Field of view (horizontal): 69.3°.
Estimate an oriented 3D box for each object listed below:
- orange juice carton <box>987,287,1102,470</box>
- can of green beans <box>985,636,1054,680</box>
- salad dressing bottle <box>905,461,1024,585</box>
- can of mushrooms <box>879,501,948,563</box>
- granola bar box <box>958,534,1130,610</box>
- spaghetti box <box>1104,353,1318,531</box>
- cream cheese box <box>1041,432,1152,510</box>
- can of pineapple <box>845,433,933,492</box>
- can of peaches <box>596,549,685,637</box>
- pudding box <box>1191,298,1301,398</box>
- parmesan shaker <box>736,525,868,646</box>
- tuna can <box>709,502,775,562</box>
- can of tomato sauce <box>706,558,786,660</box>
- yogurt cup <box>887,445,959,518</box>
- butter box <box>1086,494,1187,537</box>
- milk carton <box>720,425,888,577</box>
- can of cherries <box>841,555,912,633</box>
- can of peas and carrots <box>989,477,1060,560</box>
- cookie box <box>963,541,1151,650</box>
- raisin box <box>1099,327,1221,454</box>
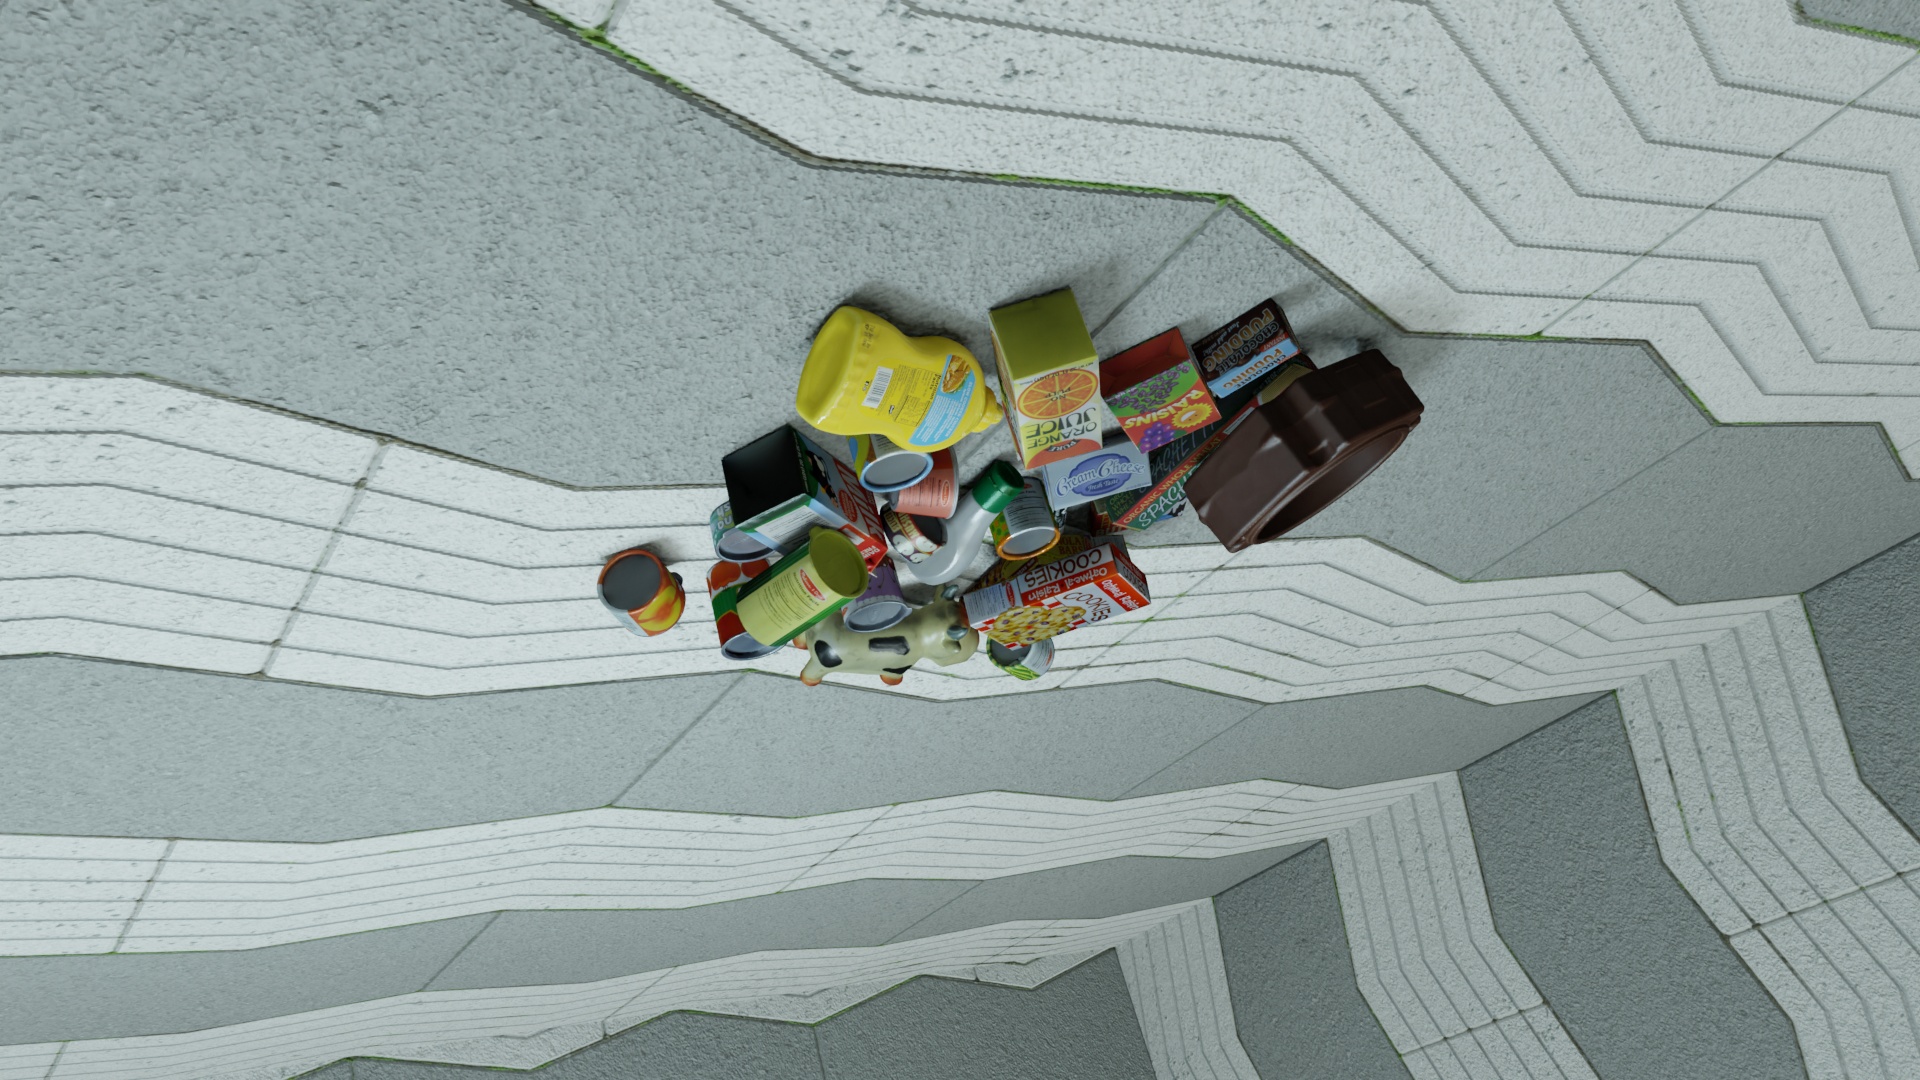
[{"bbox_3d":[0.075,-0.123,1.177,0.072,0.073,0.192,-17,154,-1],"label":"orange juice carton"},{"bbox_3d":[0.071,0.129,1.662,0.071,0.071,0.057,-27,151,18],"label":"can of green beans"},{"bbox_3d":[0.005,-0.017,1.355,0.044,0.064,0.147,-3,144,-49],"label":"salad dressing bottle"},{"bbox_3d":[-0.045,-0.015,1.318,0.033,0.071,0.071,-31,150,24],"label":"can of mushrooms"},{"bbox_3d":[0.092,0.047,1.533,0.124,0.039,0.164,0,153,-31],"label":"granola bar box"},{"bbox_3d":[0.240,-0.095,1.352,0.050,0.029,0.249,12,135,-43],"label":"spaghetti box"},{"bbox_3d":[0.131,-0.068,1.341,0.104,0.024,0.053,-15,116,-5],"label":"cream cheese box"},{"bbox_3d":[-0.062,-0.081,1.191,0.071,0.058,0.070,-14,153,-7],"label":"can of pineapple"},{"bbox_3d":[-0.295,0.047,1.289,0.071,0.071,0.058,-18,153,1],"label":"can of peaches"},{"bbox_3d":[0.251,-0.168,1.222,0.083,0.050,0.030,-30,149,24],"label":"pudding box"},{"bbox_3d":[-0.140,0.040,1.209,0.102,0.071,0.071,-33,149,33],"label":"parmesan shaker"},{"bbox_3d":[-0.196,-0.011,1.272,0.071,0.033,0.070,-14,153,-7],"label":"tuna can"},{"bbox_3d":[-0.207,0.065,1.353,0.071,0.083,0.071,-14,153,-7],"label":"can of tomato sauce"},{"bbox_3d":[-0.035,-0.054,1.255,0.054,0.073,0.072,0,149,-15],"label":"yogurt cup"},{"bbox_3d":[0.186,-0.036,1.463,0.104,0.024,0.053,-14,152,-8],"label":"butter box"},{"bbox_3d":[-0.127,-0.024,1.245,0.073,0.072,0.190,-25,152,16],"label":"milk carton"},{"bbox_3d":[-0.091,0.055,1.432,0.071,0.058,0.071,-14,152,-7],"label":"can of cherries"},{"bbox_3d":[0.060,-0.020,1.380,0.071,0.059,0.070,-13,153,-7],"label":"can of peas and carrots"},{"bbox_3d":[0.105,0.061,1.469,0.167,0.040,0.123,-20,156,17],"label":"cookie box"},{"bbox_3d":[0.178,-0.133,1.258,0.086,0.040,0.123,-25,151,13],"label":"raisin box"}]
